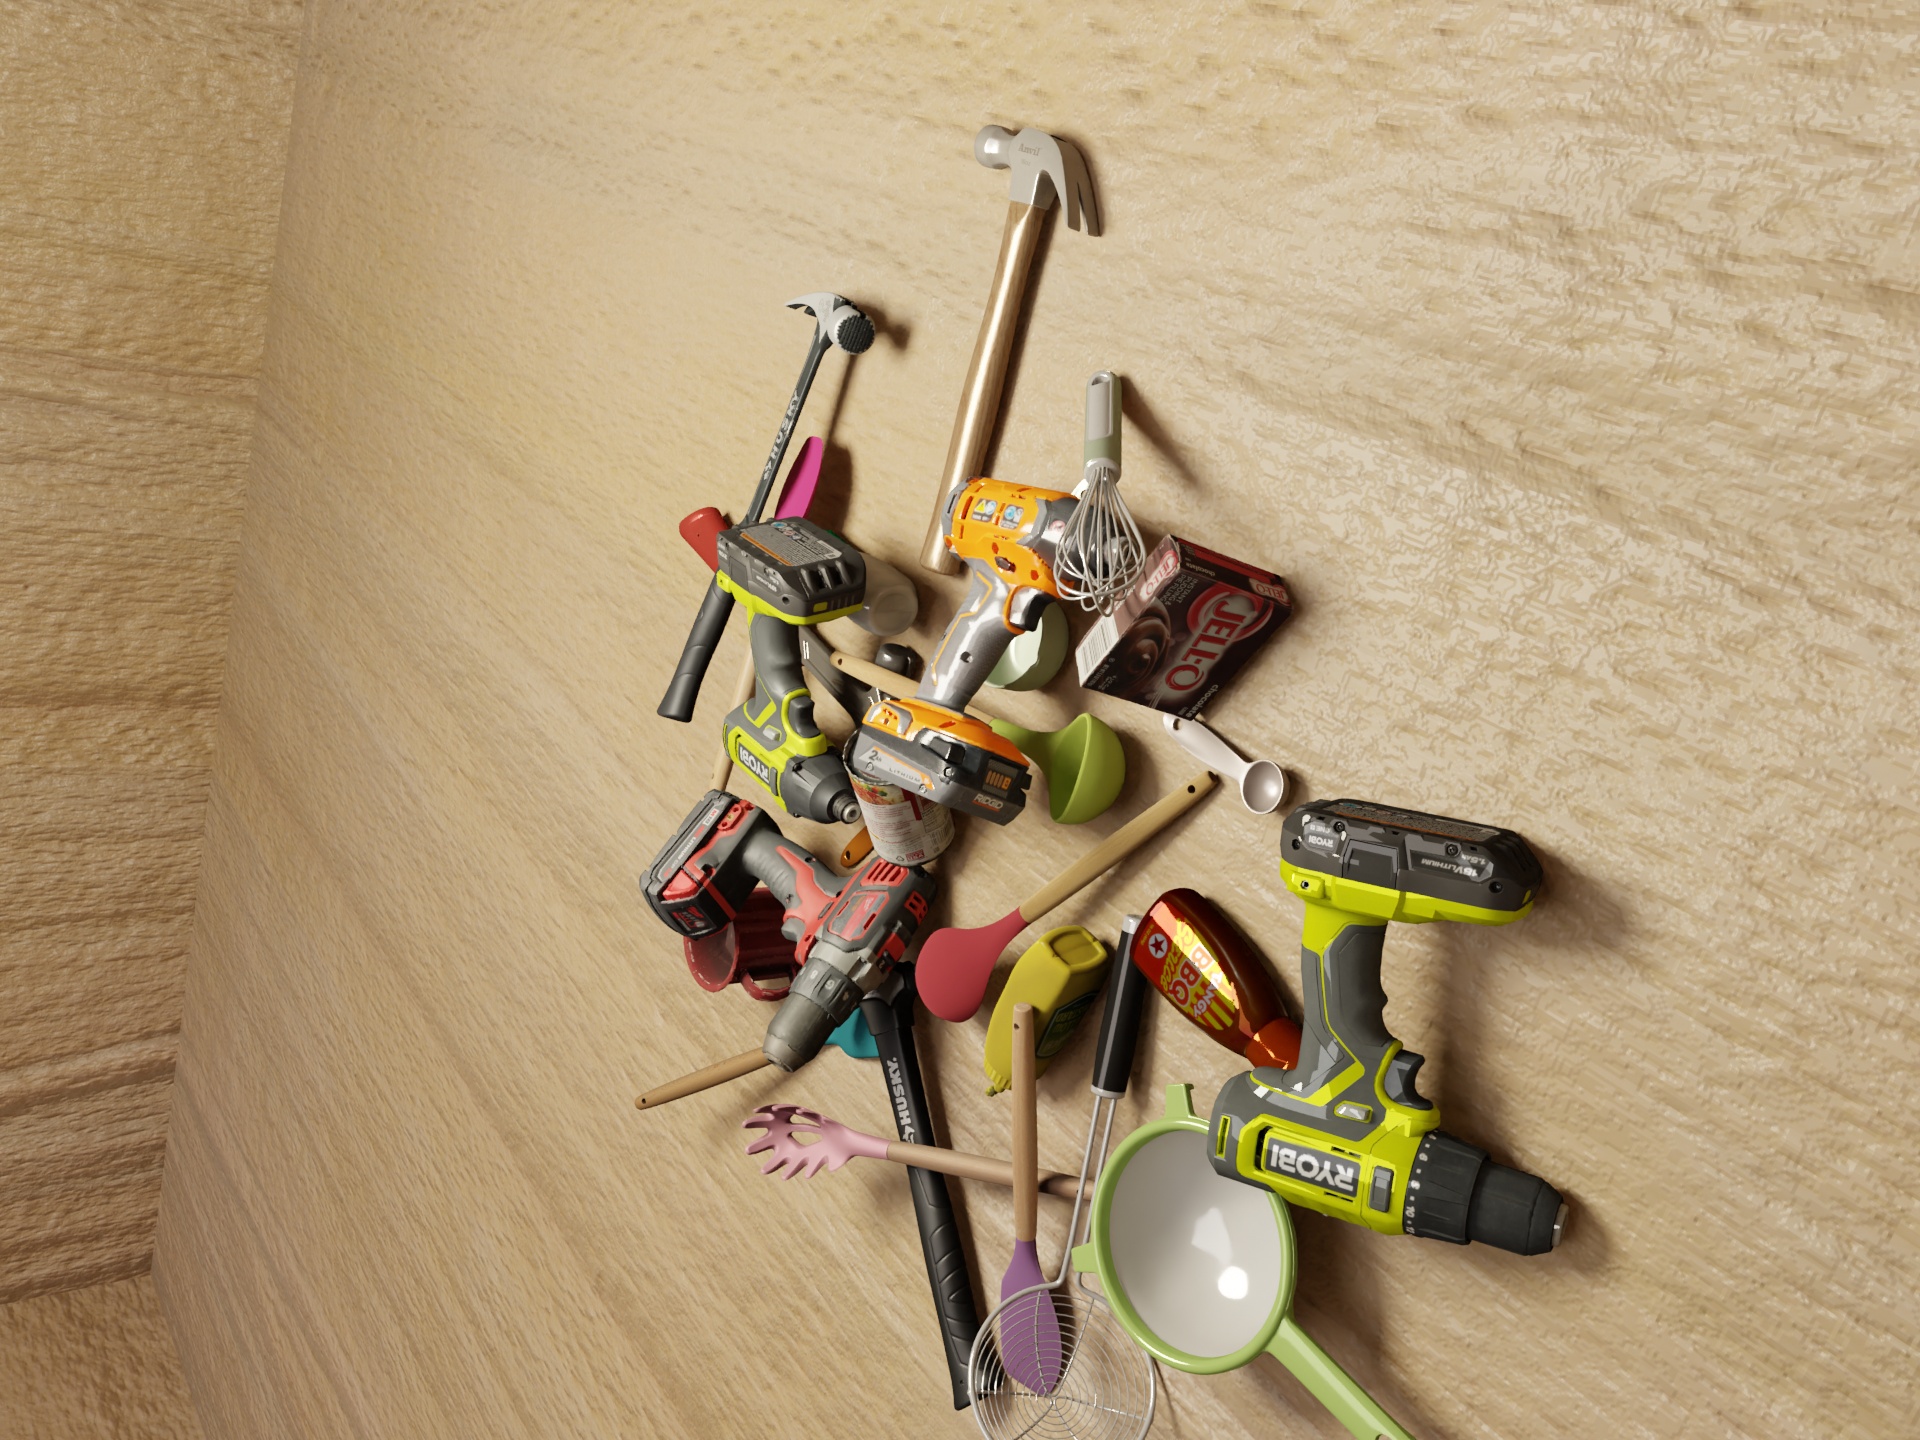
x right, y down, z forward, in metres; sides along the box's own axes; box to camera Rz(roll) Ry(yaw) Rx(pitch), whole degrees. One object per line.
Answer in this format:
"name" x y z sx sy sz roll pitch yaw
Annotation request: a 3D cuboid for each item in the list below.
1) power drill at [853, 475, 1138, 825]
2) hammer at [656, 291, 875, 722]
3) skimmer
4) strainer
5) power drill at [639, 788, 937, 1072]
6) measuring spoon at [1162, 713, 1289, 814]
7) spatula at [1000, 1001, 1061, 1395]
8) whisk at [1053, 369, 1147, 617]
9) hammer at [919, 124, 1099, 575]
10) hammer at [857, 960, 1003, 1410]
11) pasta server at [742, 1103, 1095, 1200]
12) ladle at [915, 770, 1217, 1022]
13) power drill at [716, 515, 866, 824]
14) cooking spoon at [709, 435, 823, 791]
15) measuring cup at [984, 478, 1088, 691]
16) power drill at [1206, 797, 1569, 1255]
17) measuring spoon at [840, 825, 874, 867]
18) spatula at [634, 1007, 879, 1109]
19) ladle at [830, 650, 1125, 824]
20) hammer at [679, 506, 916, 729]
"power drill" 0.028 -0.050 1.077 0.164 0.084 0.226 19 88 48
"hammer" -0.183 -0.178 1.379 0.409 0.036 0.149 -65 30 17
"skimmer" 0.091 0.313 1.054 0.090 0.127 0.363 -98 18 -86
"strainer" 0.190 0.347 0.954 0.257 0.069 0.151 39 110 39
"power drill" -0.150 0.164 1.266 0.227 0.080 0.188 20 63 34
"measuring spoon" 0.171 0.023 1.024 0.124 0.018 0.034 42 116 50
"spatula" 0.048 0.342 1.120 0.060 0.018 0.315 15 115 42
"whisk" 0.090 -0.154 1.020 0.058 0.059 0.247 -14 41 18
"hammer" 0.024 -0.269 1.189 0.130 0.031 0.331 33 115 46
"hammer" -0.030 0.358 1.233 0.146 0.035 0.335 -23 74 34
"pasta server" -0.034 0.330 1.193 0.316 0.040 0.060 0 100 36
"ladle" 0.065 0.124 1.116 0.315 0.031 0.069 -42 66 33
"power drill" -0.130 -0.034 1.261 0.171 0.080 0.223 34 132 46
"cooking spoon" -0.167 -0.089 1.367 0.069 0.017 0.319 26 101 60
"measuring cup" 0.065 -0.096 1.139 0.083 0.038 0.167 42 110 44
"power drill" 0.243 0.169 0.867 0.191 0.080 0.228 11 99 30
"measuring spoon" -0.073 0.090 1.318 0.117 0.011 0.021 -46 56 40
"spatula" -0.181 0.294 1.390 0.317 0.044 0.082 -26 73 30
"ladle" -0.002 -0.004 1.174 0.320 0.062 0.078 24 100 42
"hammer" -0.161 -0.080 1.409 0.359 0.036 0.149 45 123 40
